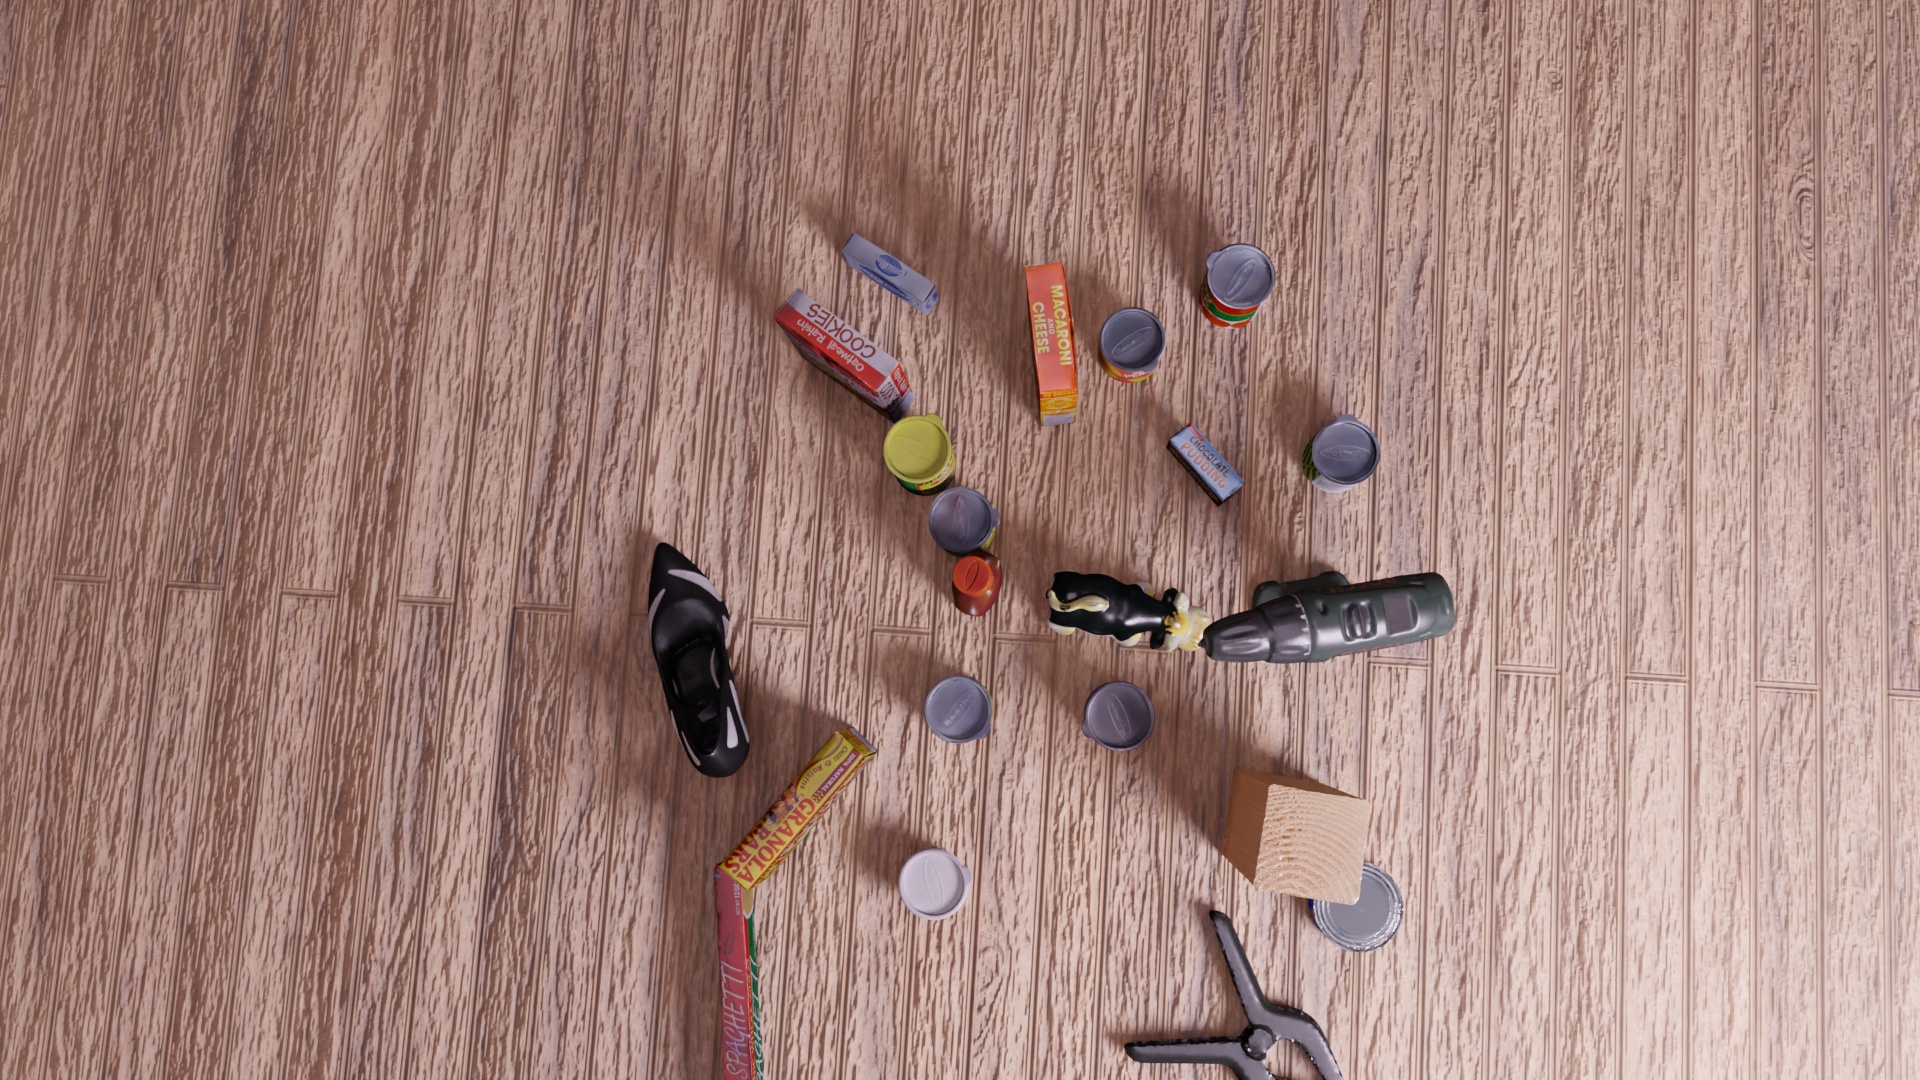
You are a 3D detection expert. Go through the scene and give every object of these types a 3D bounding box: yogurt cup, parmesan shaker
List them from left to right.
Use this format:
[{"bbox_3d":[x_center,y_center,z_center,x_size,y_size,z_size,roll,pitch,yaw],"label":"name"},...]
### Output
[{"bbox_3d":[-0.037,-0.085,1.386,0.071,0.103,0.071,0,84,3],"label":"parmesan shaker"},{"bbox_3d":[-0.025,0.334,1.362,0.072,0.054,0.072,0,84,3],"label":"yogurt cup"}]

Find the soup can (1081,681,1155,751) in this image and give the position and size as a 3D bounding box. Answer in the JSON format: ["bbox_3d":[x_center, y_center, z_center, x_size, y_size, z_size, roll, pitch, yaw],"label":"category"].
[{"bbox_3d":[0.151,0.171,1.356,0.071,0.083,0.071,0,84,3],"label":"soup can"}]

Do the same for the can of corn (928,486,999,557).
[{"bbox_3d":[0.005,-0.018,1.398,0.071,0.058,0.071,0,84,3],"label":"can of corn"}]

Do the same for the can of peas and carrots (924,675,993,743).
[{"bbox_3d":[0.001,0.169,1.377,0.071,0.058,0.071,0,84,3],"label":"can of peas and carrots"}]

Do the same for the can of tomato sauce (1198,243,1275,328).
[{"bbox_3d":[0.275,-0.255,1.399,0.071,0.083,0.071,0,84,3],"label":"can of tomato sauce"}]

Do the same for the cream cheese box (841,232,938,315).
[{"bbox_3d":[-0.072,-0.275,1.435,0.104,0.053,0.024,34,87,6],"label":"cream cheese box"}]

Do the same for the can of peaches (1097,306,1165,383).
[{"bbox_3d":[0.174,-0.195,1.410,0.071,0.058,0.071,0,84,3],"label":"can of peaches"}]

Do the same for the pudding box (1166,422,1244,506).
[{"bbox_3d":[0.246,-0.076,1.396,0.030,0.049,0.084,-40,83,-1],"label":"pudding box"}]

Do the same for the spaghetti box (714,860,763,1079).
[{"bbox_3d":[-0.217,0.441,1.362,0.029,0.050,0.250,-5,83,3],"label":"spaghetti box"}]

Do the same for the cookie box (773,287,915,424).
[{"bbox_3d":[-0.111,-0.177,1.368,0.123,0.167,0.040,36,87,6],"label":"cookie box"}]

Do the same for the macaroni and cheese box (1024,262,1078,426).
[{"bbox_3d":[0.090,-0.188,1.359,0.040,0.166,0.124,-7,84,3],"label":"macaroni and cheese box"}]

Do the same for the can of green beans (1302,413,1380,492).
[{"bbox_3d":[0.379,-0.084,1.386,0.071,0.058,0.071,0,84,3],"label":"can of green beans"}]

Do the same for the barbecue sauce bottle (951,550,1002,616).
[{"bbox_3d":[0.015,0.039,1.346,0.044,0.148,0.065,20,85,5],"label":"barbecue sauce bottle"}]

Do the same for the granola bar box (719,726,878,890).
[{"bbox_3d":[-0.152,0.257,1.342,0.039,0.124,0.165,41,87,6],"label":"granola bar box"}]
